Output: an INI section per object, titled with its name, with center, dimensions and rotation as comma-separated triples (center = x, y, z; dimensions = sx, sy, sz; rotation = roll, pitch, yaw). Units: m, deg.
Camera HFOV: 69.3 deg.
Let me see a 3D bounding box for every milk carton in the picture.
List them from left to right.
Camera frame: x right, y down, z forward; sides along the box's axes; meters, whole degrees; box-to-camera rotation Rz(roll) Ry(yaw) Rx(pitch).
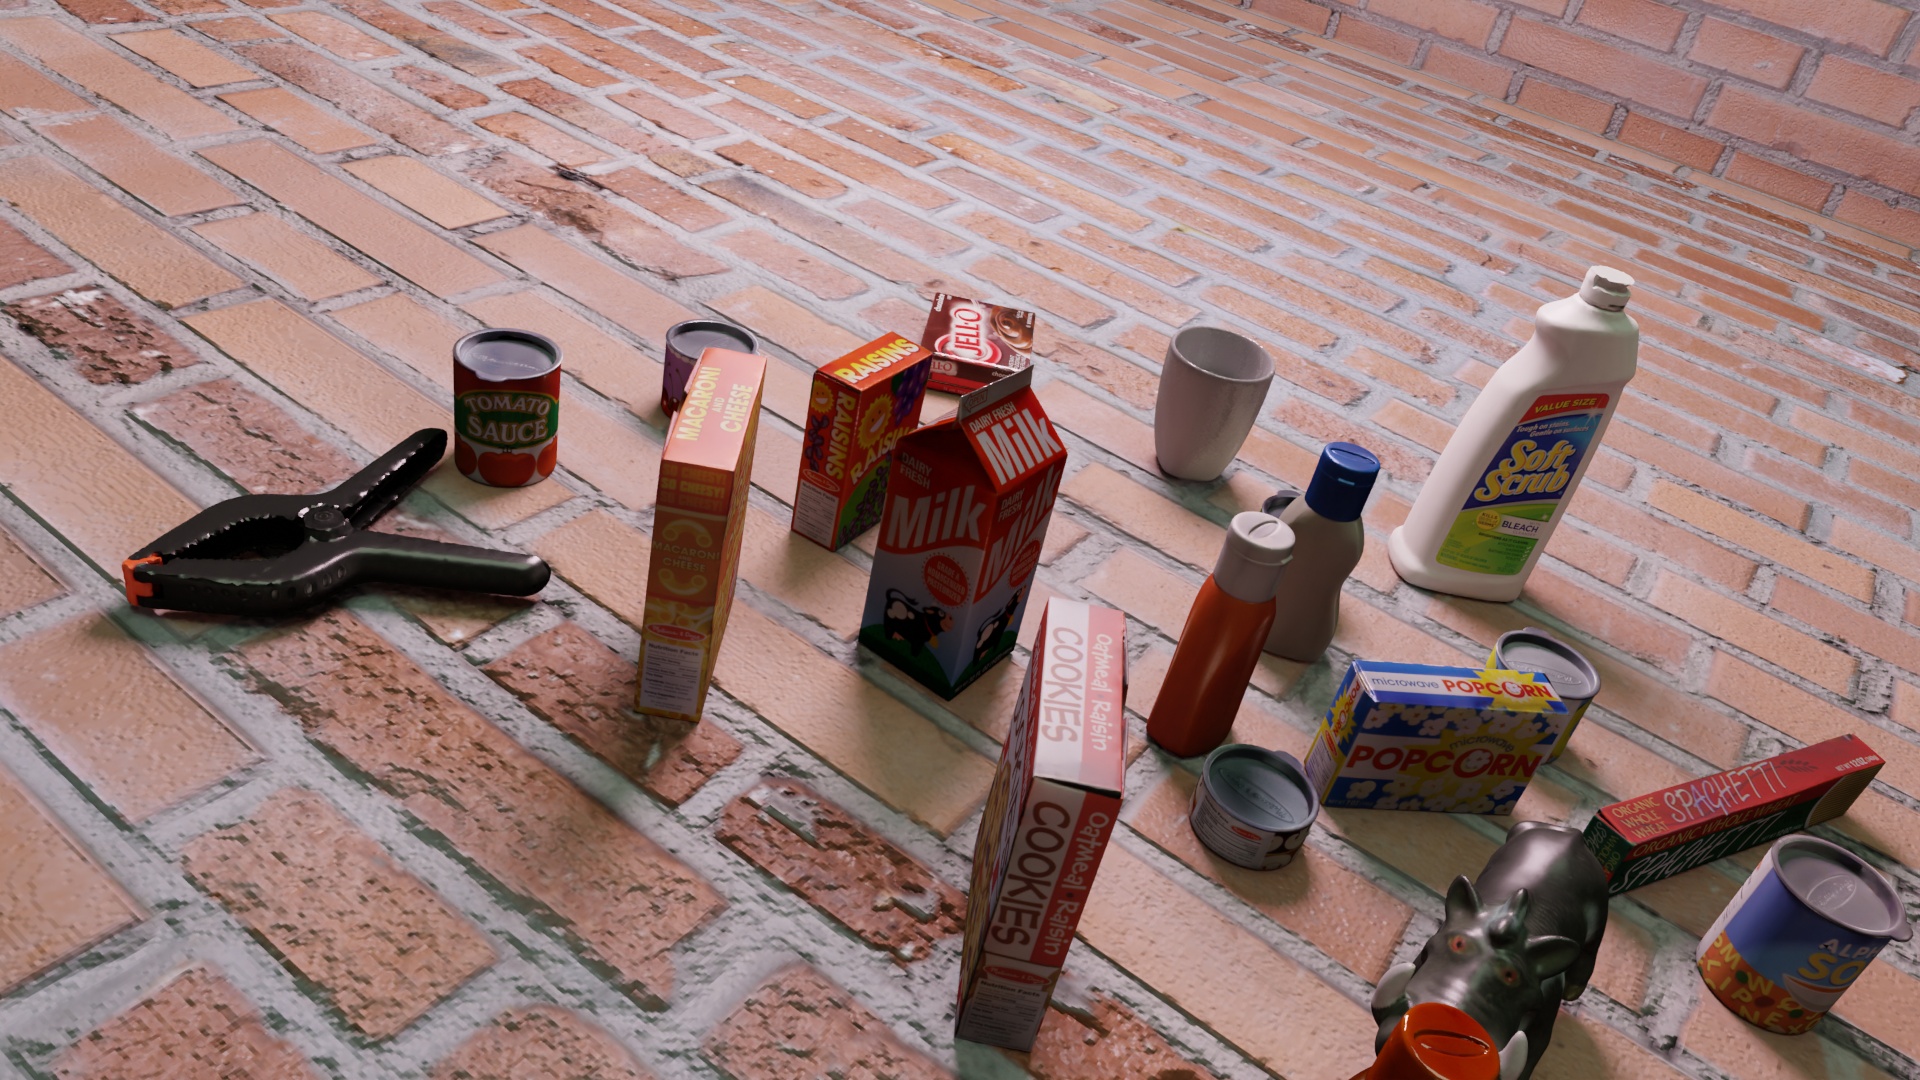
[milk carton]
center = 0.003, -0.010, 0.800
dimensions = 0.073, 0.189, 0.073
rotation = 31, 37, 24

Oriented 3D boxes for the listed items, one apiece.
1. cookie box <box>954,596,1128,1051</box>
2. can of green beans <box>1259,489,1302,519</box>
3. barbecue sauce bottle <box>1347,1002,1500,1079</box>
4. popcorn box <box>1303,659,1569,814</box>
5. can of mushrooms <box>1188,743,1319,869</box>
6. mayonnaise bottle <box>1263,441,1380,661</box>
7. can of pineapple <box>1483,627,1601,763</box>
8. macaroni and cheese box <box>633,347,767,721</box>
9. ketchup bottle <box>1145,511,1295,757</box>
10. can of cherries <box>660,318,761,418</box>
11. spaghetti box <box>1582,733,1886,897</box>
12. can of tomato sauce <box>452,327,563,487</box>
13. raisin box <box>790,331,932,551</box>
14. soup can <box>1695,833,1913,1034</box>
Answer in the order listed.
[cookie box]
center = 0.037, 0.128, 0.632
dimensions = 0.040, 0.166, 0.123
rotation = 13, 34, -2
[can of green beans]
center = 0.234, 0.009, 0.973
dimensions = 0.071, 0.057, 0.071
rotation = 9, 34, -6
[barbecue sauce bottle]
center = 0.159, 0.237, 0.533
dimensions = 0.065, 0.147, 0.044
rotation = 11, 34, -5
[popcorn box]
center = 0.275, 0.115, 0.808
dimensions = 0.127, 0.084, 0.038
rotation = 5, 35, -13
[can of mushrooms]
center = 0.163, 0.146, 0.770
dimensions = 0.071, 0.033, 0.071
rotation = 9, 34, -6
[mayonnaise bottle]
center = 0.227, 0.008, 0.892
dimensions = 0.065, 0.147, 0.041
rotation = 19, 34, 8
[can of pineapple]
center = 0.364, 0.099, 0.888
dimensions = 0.071, 0.057, 0.071
rotation = 9, 34, -6
[macaroni and cheese box]
center = -0.143, -0.004, 0.761
dimensions = 0.040, 0.165, 0.124
rotation = 10, 34, -5
[ketchup bottle]
center = 0.152, 0.054, 0.797
dimensions = 0.043, 0.148, 0.065
rotation = 34, 39, 28
[can of cherries]
center = -0.182, -0.120, 1.013
dimensions = 0.071, 0.058, 0.072
rotation = 9, 34, -6
[spaghetti box]
center = 0.463, 0.164, 0.835
dimensions = 0.251, 0.050, 0.029
rotation = -7, 39, -28
[can of tomato sauce]
center = -0.294, -0.085, 0.900
dimensions = 0.071, 0.082, 0.071
rotation = 9, 34, -6
[raisin box]
center = -0.066, -0.066, 0.917
dimensions = 0.040, 0.122, 0.086
rotation = 28, 36, 21
[soup can]
center = 0.442, 0.210, 0.731
dimensions = 0.071, 0.083, 0.072
rotation = 9, 34, -6
